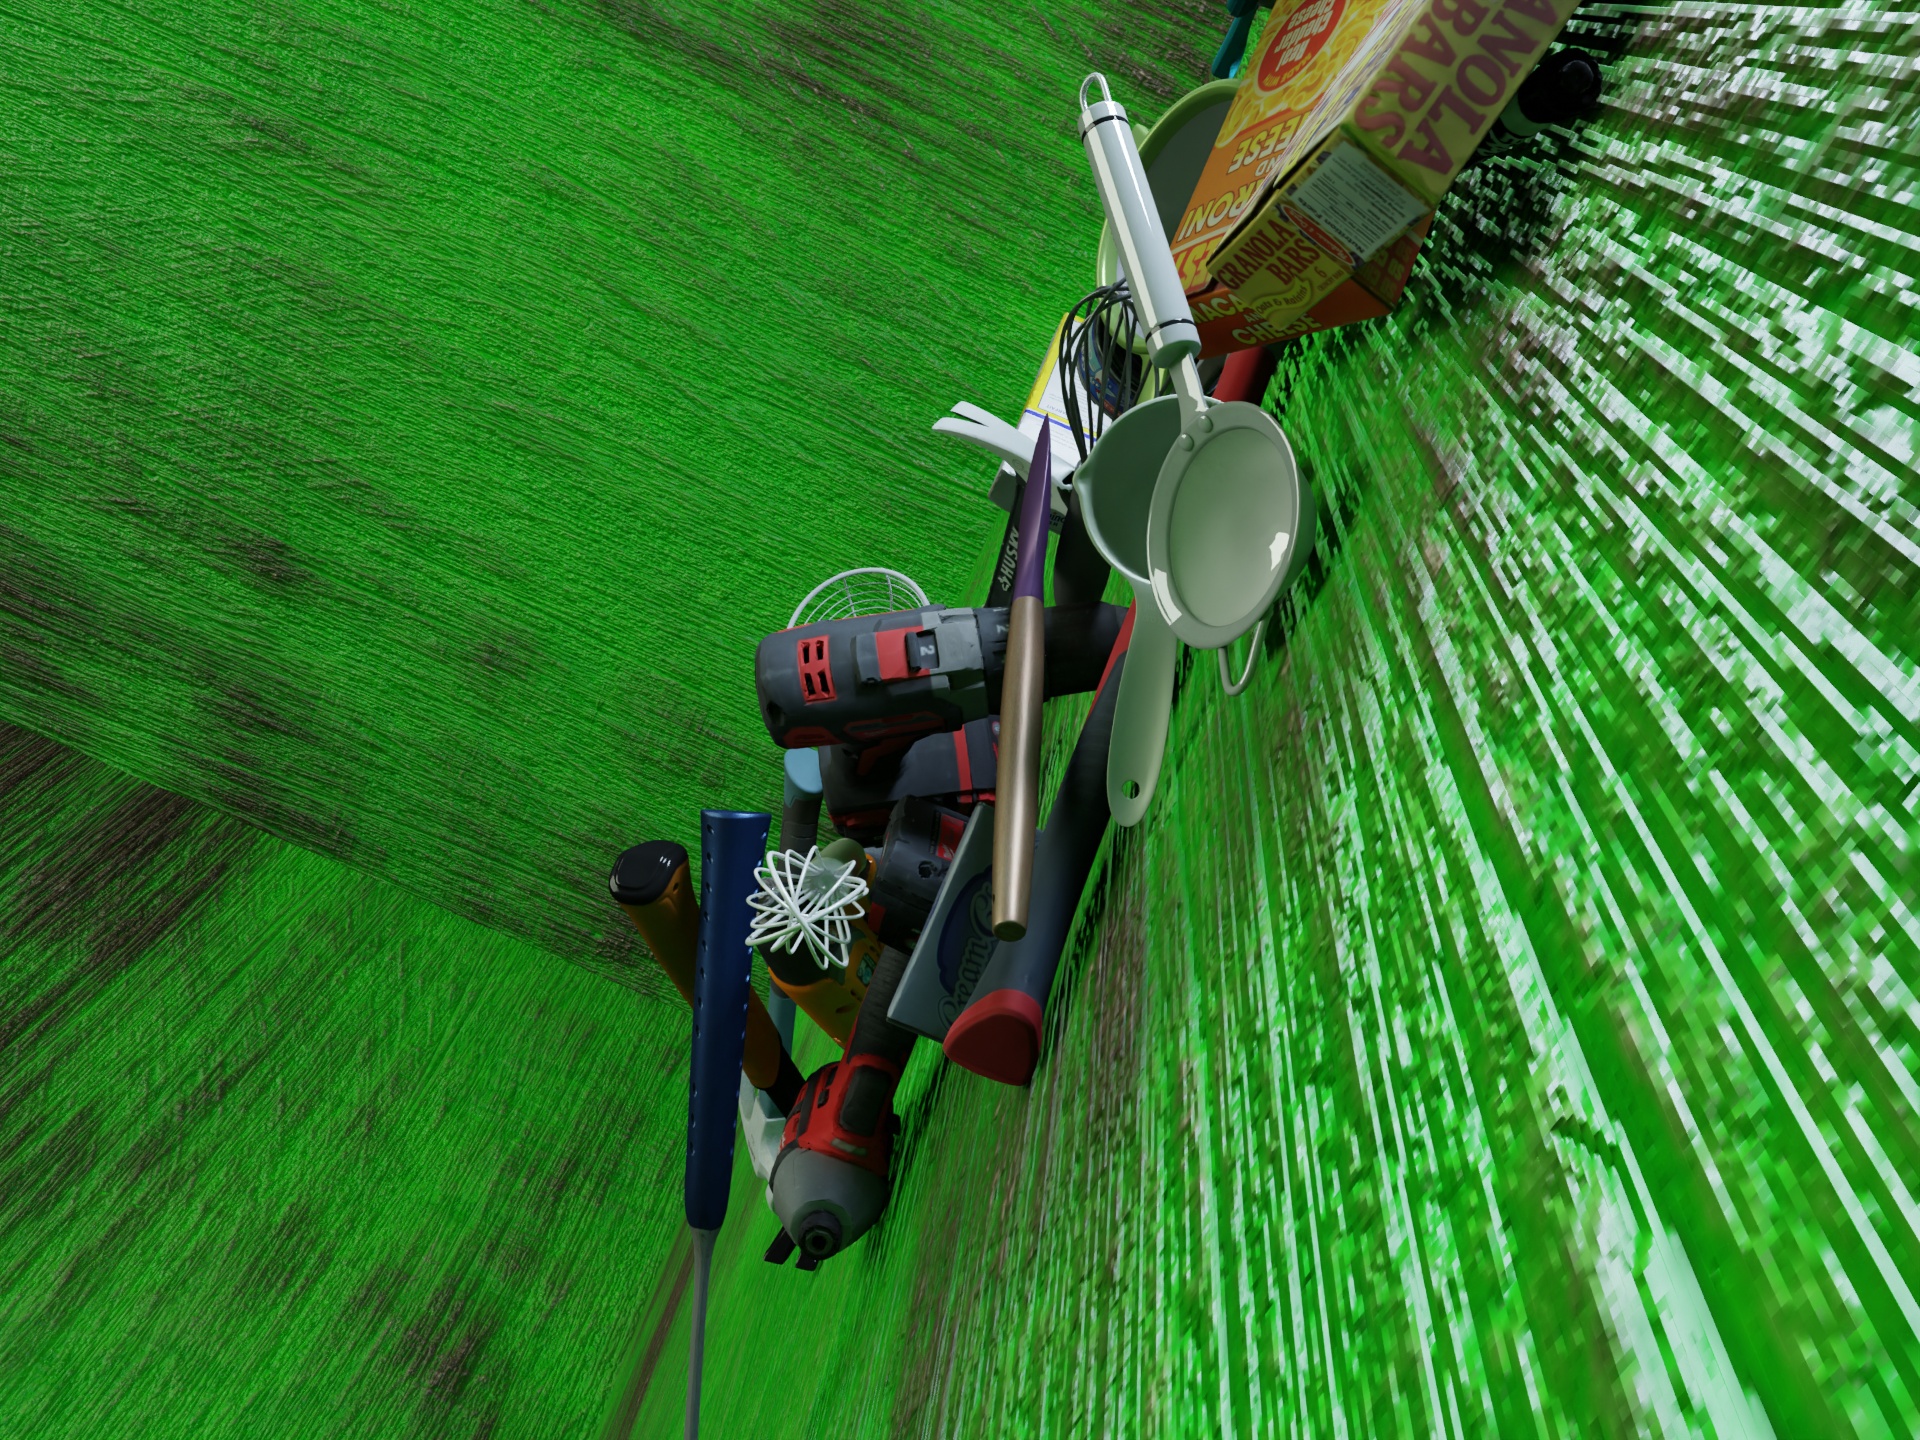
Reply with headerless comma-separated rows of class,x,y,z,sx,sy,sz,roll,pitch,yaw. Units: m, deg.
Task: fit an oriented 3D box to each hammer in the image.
hammer,0.024,-0.087,1.200,0.036,0.149,0.408,-45,-12,-23
hammer,-0.117,0.179,0.866,0.336,0.034,0.127,71,-148,-48
hammer,-0.118,0.245,0.736,0.144,0.035,0.405,166,107,-82
hammer,-0.124,0.179,1.132,0.128,0.033,0.331,-133,46,-60
hammer,0.076,-0.028,0.695,0.143,0.038,0.386,123,171,-71

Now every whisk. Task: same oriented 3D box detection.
whisk,-0.065,0.079,0.768,0.058,0.059,0.246,-35,0,1
whisk,0.064,-0.113,0.715,0.238,0.055,0.055,95,-165,-62

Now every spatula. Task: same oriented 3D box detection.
spatula,0.029,-0.034,0.692,0.316,0.018,0.059,-84,5,-45

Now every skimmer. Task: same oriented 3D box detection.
skimmer,-0.029,-0.057,1.132,0.127,0.090,0.363,-57,20,-11

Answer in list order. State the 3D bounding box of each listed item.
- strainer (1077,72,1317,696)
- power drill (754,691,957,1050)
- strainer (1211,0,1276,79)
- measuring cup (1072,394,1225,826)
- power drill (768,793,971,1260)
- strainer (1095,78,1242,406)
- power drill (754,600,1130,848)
strainer,0.082,-0.130,0.576,0.087,0.050,0.259,-39,60,54
power drill,-0.055,0.078,1.005,0.164,0.084,0.227,56,-132,-46
strainer,0.204,-0.390,0.772,0.211,0.095,0.340,-63,2,-9
measuring cup,0.080,-0.041,0.623,0.038,0.083,0.167,11,-91,-77
power drill,-0.037,0.161,0.808,0.143,0.078,0.219,-83,15,-76
strainer,0.134,-0.213,0.870,0.151,0.069,0.256,11,91,58
power drill,-0.001,-0.003,0.840,0.226,0.188,0.080,84,177,-73
